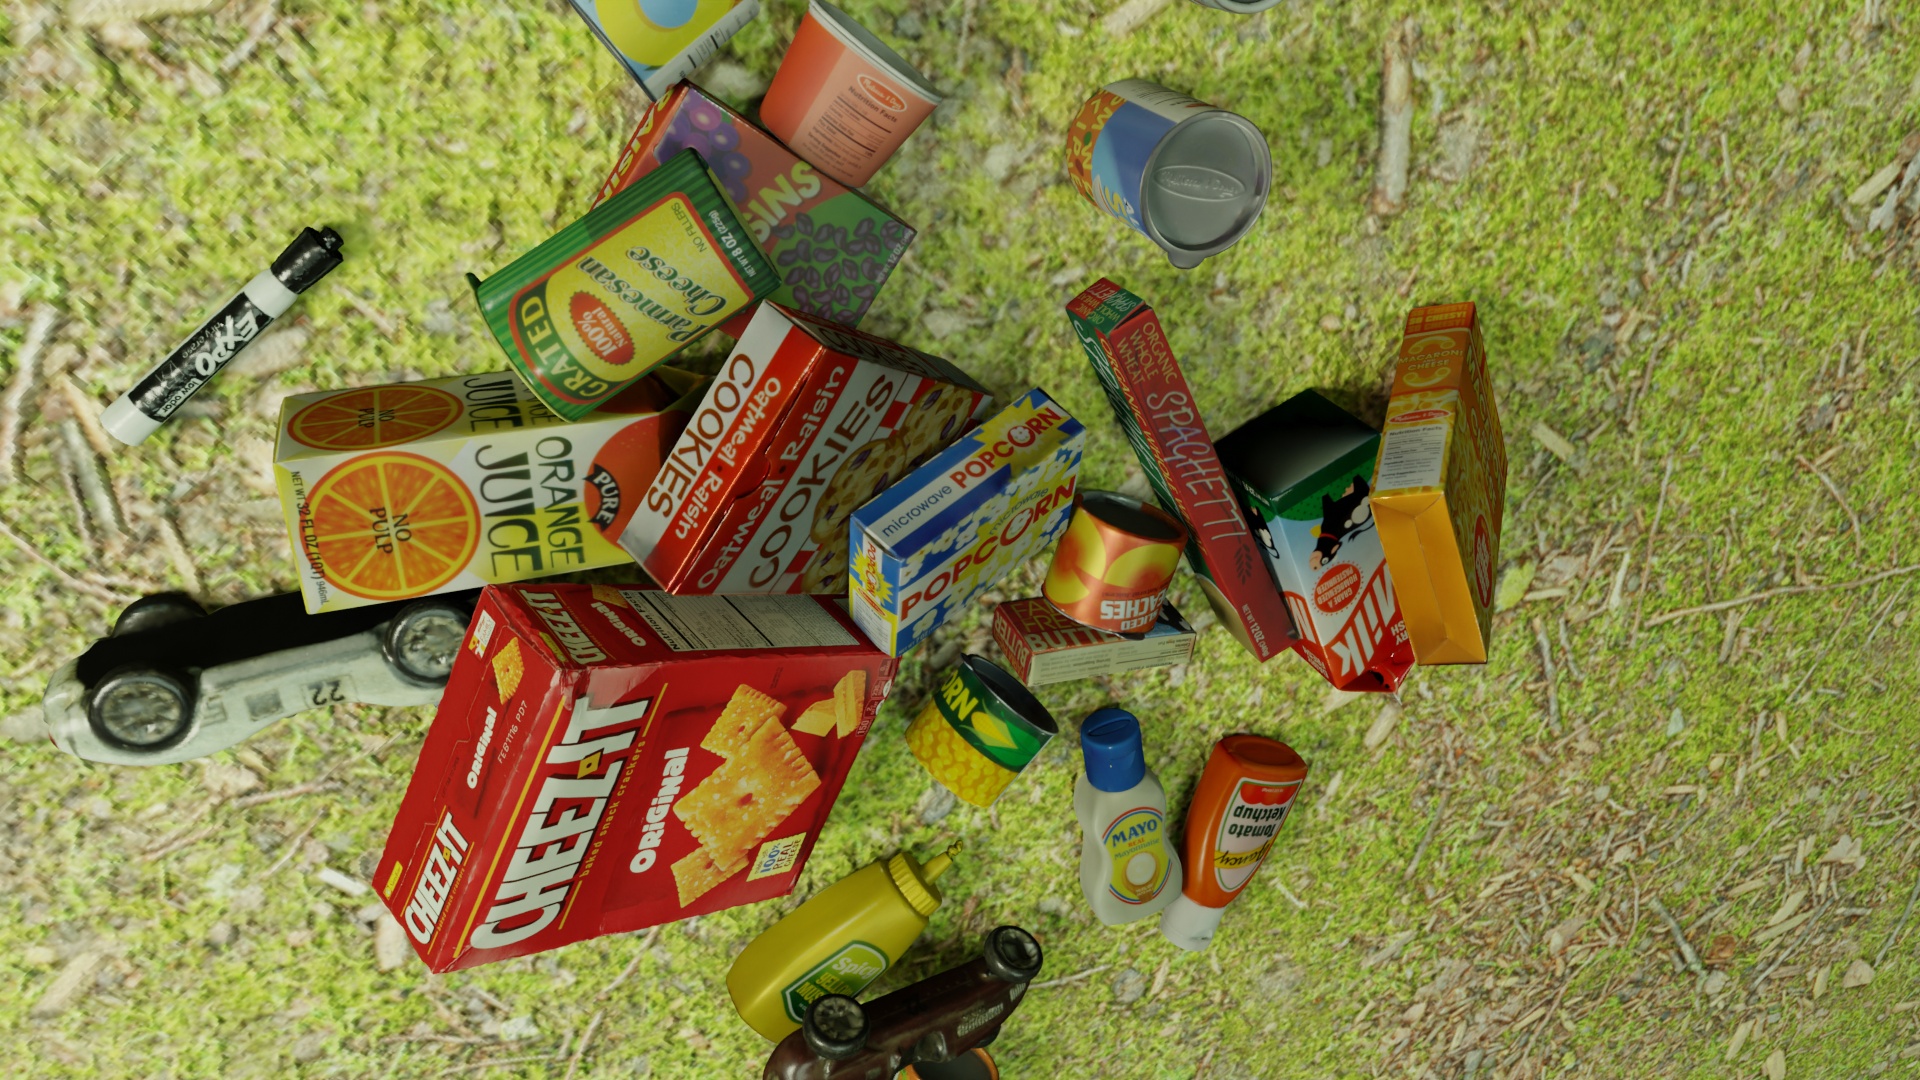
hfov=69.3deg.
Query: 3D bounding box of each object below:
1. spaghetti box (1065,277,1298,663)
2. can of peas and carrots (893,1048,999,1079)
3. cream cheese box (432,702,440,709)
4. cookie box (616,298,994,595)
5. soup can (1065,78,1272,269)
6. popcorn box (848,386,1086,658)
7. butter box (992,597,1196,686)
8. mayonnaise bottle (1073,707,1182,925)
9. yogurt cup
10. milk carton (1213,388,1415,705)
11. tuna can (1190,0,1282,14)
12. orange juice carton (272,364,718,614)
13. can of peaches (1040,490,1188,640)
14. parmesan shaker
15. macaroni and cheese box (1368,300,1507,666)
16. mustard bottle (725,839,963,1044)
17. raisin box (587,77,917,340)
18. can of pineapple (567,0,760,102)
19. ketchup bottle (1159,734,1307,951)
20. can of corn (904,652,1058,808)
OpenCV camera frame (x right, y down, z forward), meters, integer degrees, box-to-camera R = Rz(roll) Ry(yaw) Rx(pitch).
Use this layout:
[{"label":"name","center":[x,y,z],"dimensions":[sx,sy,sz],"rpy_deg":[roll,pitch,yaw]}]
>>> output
[{"label":"spaghetti box","center":[0.125,-0.032,0.761],"dimensions":[0.029,0.050,0.249],"rpy_deg":[-34,124,-4]},{"label":"can of peas and carrots","center":[-0.012,0.363,0.901],"dimensions":[0.071,0.071,0.058],"rpy_deg":[9,112,-27]},{"label":"cream cheese box","center":[-0.206,0.086,0.697],"dimensions":[0.053,0.024,0.103],"rpy_deg":[-42,124,3]},{"label":"cookie box","center":[-0.062,-0.034,0.631],"dimensions":[0.122,0.040,0.167],"rpy_deg":[-57,158,13]},{"label":"soup can","center":[0.094,-0.173,0.651],"dimensions":[0.071,0.084,0.071],"rpy_deg":[-10,120,-18]},{"label":"popcorn box","center":[0.002,-0.009,0.685],"dimensions":[0.127,0.038,0.084],"rpy_deg":[-36,153,-27]},{"label":"butter box","center":[0.075,0.052,0.783],"dimensions":[0.104,0.053,0.024],"rpy_deg":[-6,122,-19]},{"label":"mayonnaise bottle","center":[0.101,0.172,0.865],"dimensions":[0.065,0.041,0.147],"rpy_deg":[-19,123,-11]},{"label":"yogurt cup","center":[-0.050,-0.189,0.594],"dimensions":[0.072,0.073,0.053],"rpy_deg":[27,112,-32]},{"label":"milk carton","center":[0.217,0.015,0.812],"dimensions":[0.073,0.072,0.189],"rpy_deg":[-31,124,-6]},{"label":"tuna can","center":[0.129,-0.281,0.639],"dimensions":[0.071,0.033,0.070],"rpy_deg":[-10,121,-18]},{"label":"orange juice carton","center":[-0.190,-0.030,0.612],"dimensions":[0.193,0.073,0.071],"rpy_deg":[-10,120,-19]},{"label":"can of peaches","center":[0.085,0.012,0.755],"dimensions":[0.071,0.071,0.057],"rpy_deg":[8,112,-26]},{"label":"parmesan shaker","center":[-0.133,-0.104,0.554],"dimensions":[0.103,0.071,0.071],"rpy_deg":[-33,125,2]},{"label":"macaroni and cheese box","center":[0.266,-0.034,0.763],"dimensions":[0.040,0.167,0.123],"rpy_deg":[-5,130,30]},{"label":"mustard bottle","center":[-0.061,0.229,0.821],"dimensions":[0.160,0.049,0.065],"rpy_deg":[-39,131,1]},{"label":"raisin box","center":[-0.094,-0.136,0.617],"dimensions":[0.123,0.040,0.086],"rpy_deg":[27,104,-31]},{"label":"can of pineapple","center":[-0.122,-0.218,0.545],"dimensions":[0.058,0.071,0.071],"rpy_deg":[-40,125,1]},{"label":"ketchup bottle","center":[0.172,0.199,0.909],"dimensions":[0.065,0.044,0.148],"rpy_deg":[7,114,-26]},{"label":"can of corn","center":[0.009,0.105,0.775],"dimensions":[0.071,0.071,0.058],"rpy_deg":[34,100,-33]}]
